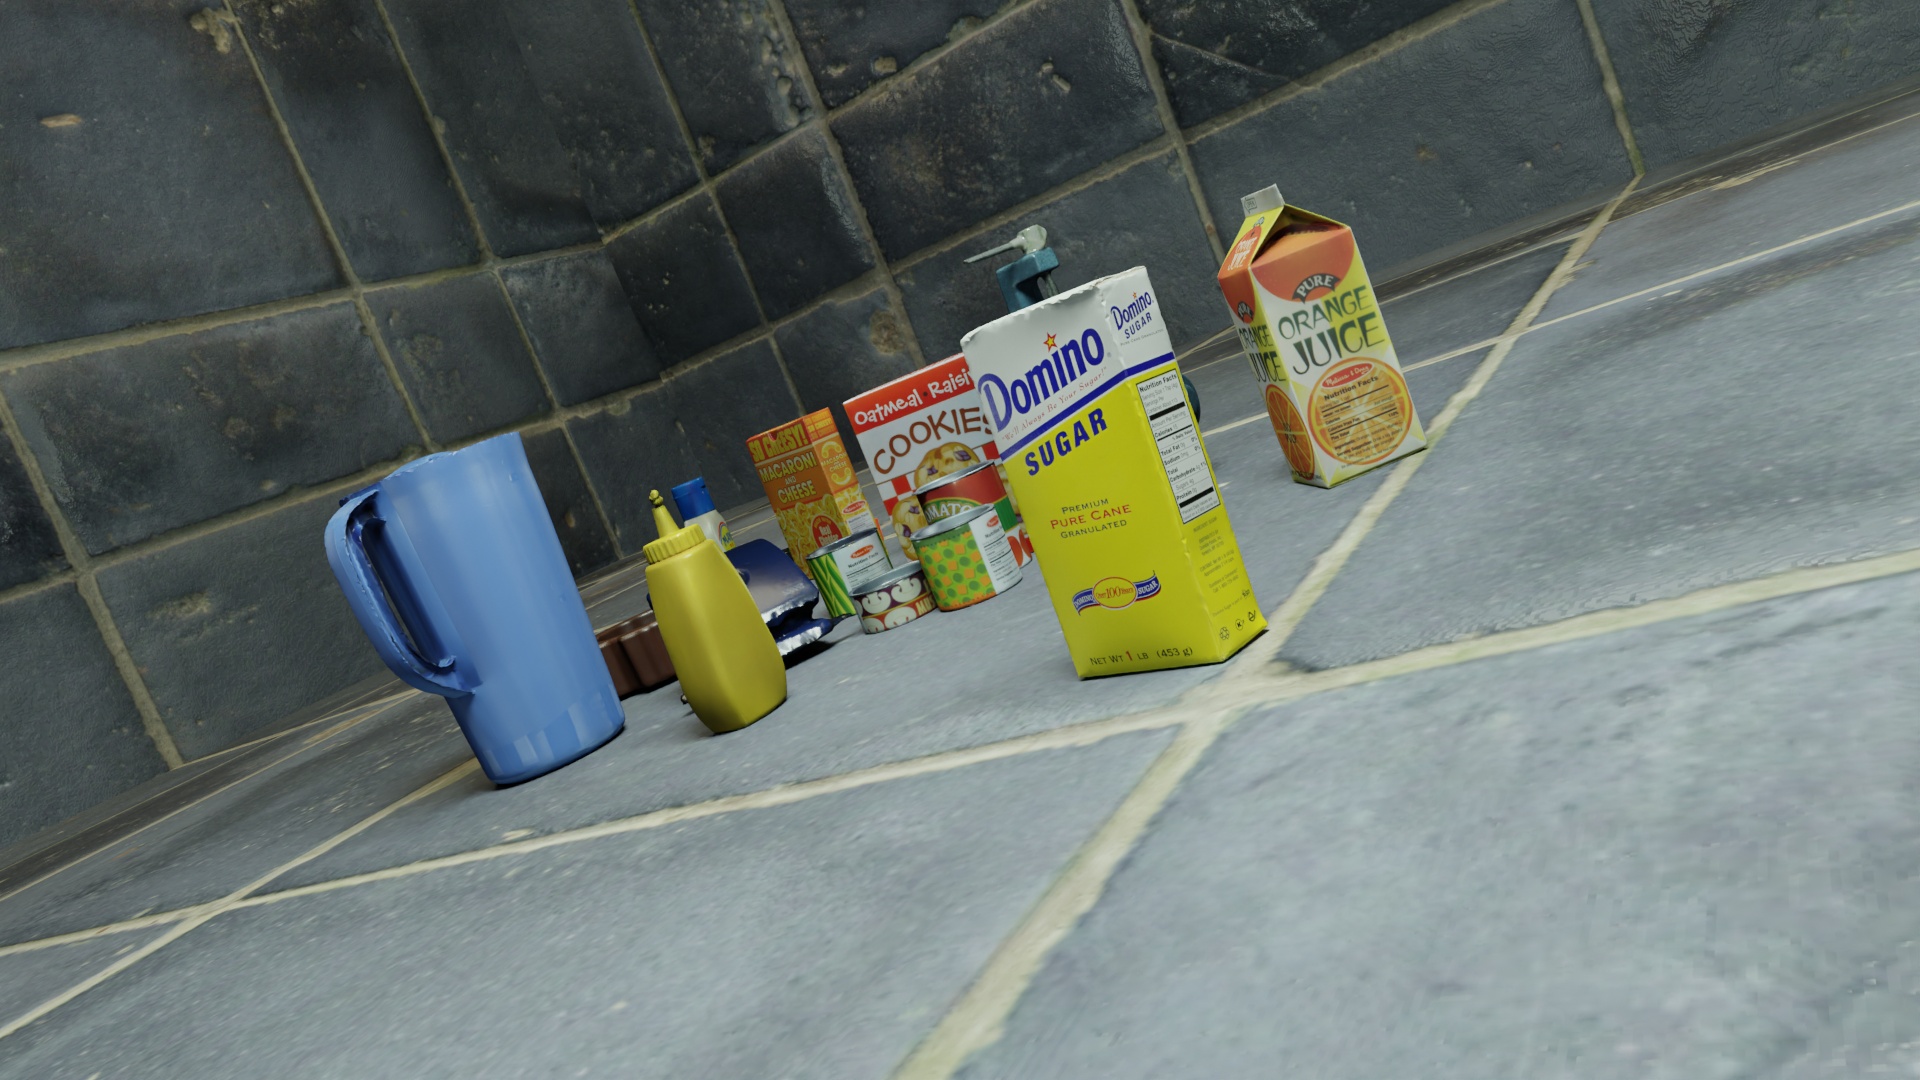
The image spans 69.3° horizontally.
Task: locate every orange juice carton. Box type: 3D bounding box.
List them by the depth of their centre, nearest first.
[{"bbox_3d":[0.227,-0.137,0.906,0.073,0.192,0.072,-22,7,-2],"label":"orange juice carton"}]

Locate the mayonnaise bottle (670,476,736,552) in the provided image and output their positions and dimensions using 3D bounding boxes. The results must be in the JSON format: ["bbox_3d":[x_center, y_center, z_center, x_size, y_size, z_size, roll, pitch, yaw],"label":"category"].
[{"bbox_3d":[-0.262,0.007,1.477,0.041,0.148,0.065,-21,7,10],"label":"mayonnaise bottle"}]

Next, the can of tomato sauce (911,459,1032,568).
[{"bbox_3d":[0.009,-0.011,1.066,0.071,0.083,0.071,-22,7,3],"label":"can of tomato sauce"}]

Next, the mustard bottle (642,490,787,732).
[{"bbox_3d":[-0.166,0.042,0.892,0.048,0.160,0.065,-18,8,34],"label":"mustard bottle"}]

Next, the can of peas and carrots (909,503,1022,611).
[{"bbox_3d":[0.002,0.013,1.006,0.071,0.058,0.071,-22,7,3],"label":"can of peas and carrots"}]

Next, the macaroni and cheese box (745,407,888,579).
[{"bbox_3d":[-0.154,-0.046,1.466,0.040,0.166,0.123,-27,9,-37],"label":"macaroni and cheese box"}]

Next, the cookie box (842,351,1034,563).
[{"bbox_3d":[-0.005,-0.058,1.118,0.123,0.167,0.040,-20,7,18],"label":"cookie box"}]

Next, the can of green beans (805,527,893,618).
[{"bbox_3d":[-0.090,0.028,1.171,0.071,0.057,0.071,-22,7,3],"label":"can of green beans"}]

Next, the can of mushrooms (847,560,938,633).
[{"bbox_3d":[-0.046,0.041,1.040,0.071,0.033,0.071,-22,7,3],"label":"can of mushrooms"}]
